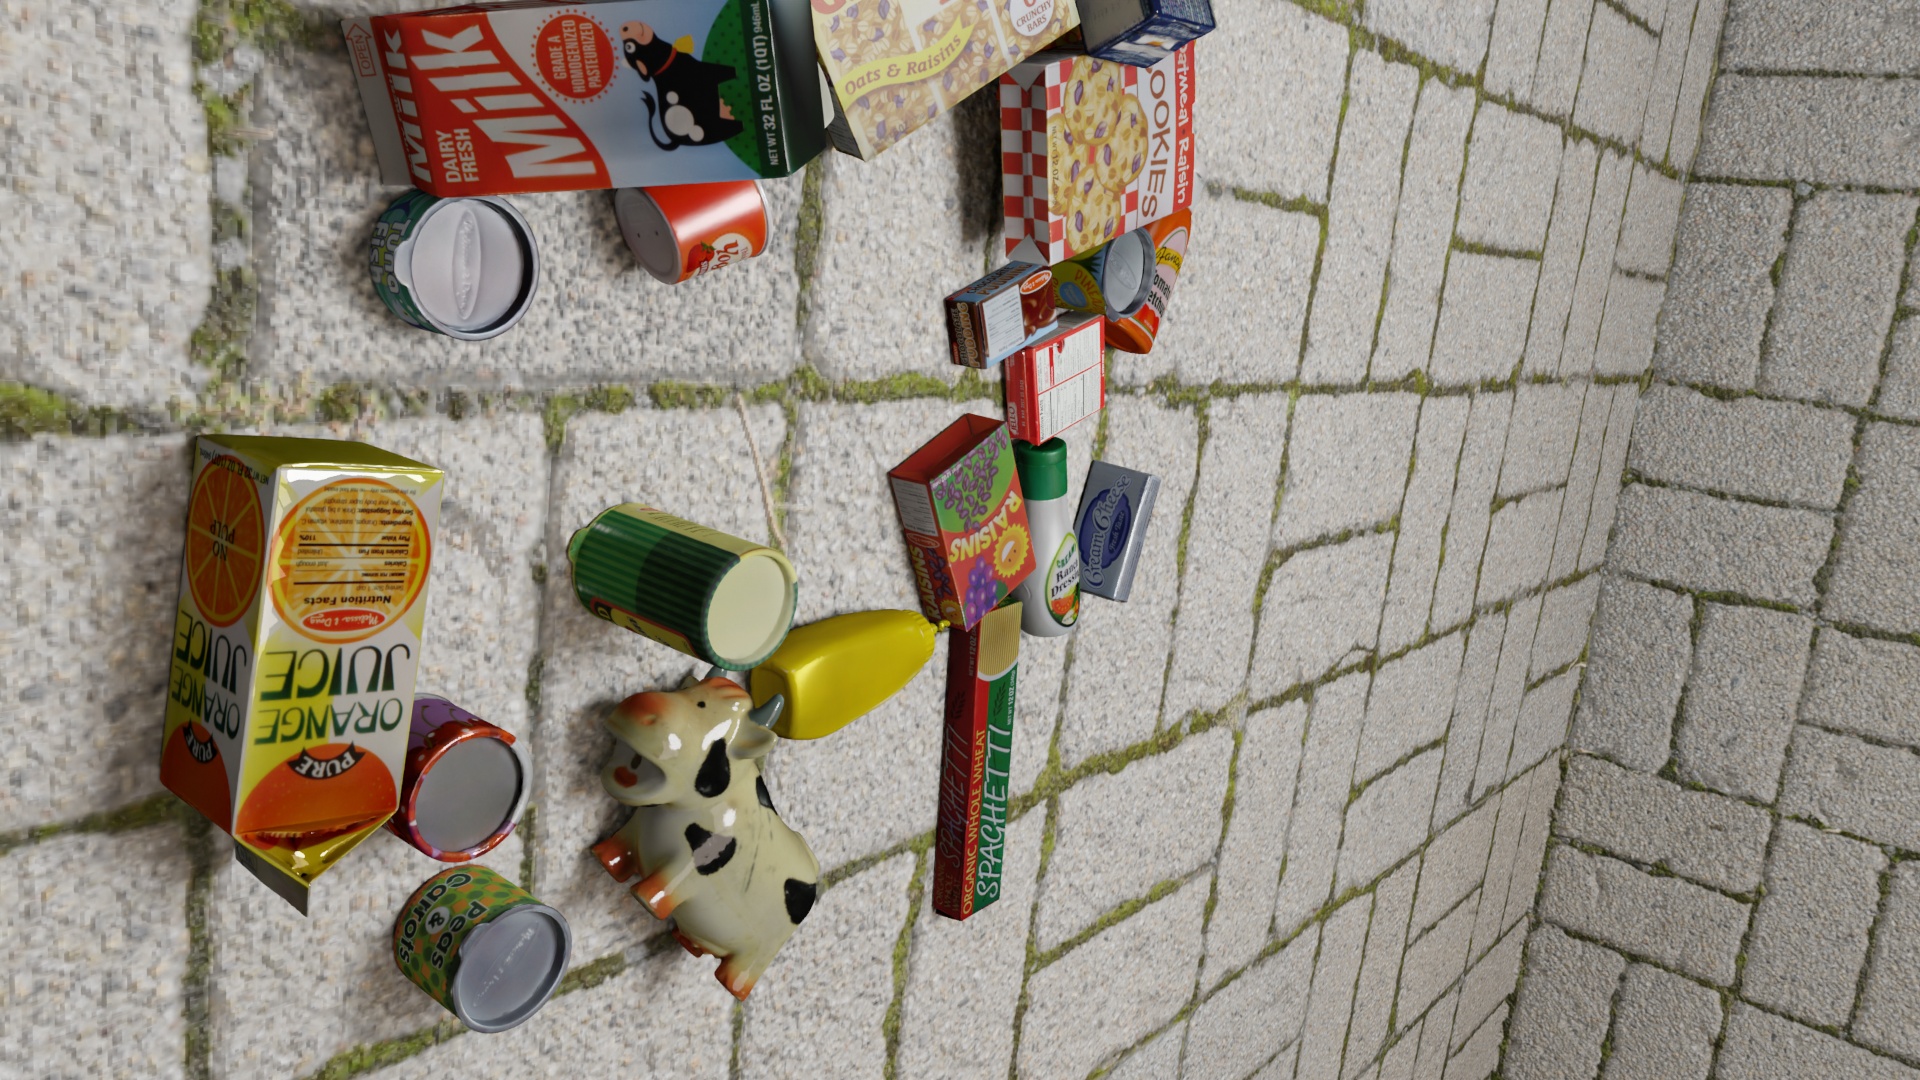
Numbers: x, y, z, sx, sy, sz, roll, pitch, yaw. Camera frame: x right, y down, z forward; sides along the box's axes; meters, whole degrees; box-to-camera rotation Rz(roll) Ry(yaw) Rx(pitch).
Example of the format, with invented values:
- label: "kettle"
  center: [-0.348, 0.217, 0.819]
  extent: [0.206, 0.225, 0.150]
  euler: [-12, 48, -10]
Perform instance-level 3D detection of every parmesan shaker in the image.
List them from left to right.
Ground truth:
- label: "parmesan shaker"
  center: [-0.144, 0.023, 0.718]
  extent: [0.071, 0.103, 0.071]
  euler: [-23, 120, -46]

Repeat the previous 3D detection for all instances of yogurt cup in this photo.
- label: "yogurt cup"
  center: [-0.136, -0.164, 0.696]
  extent: [0.054, 0.072, 0.072]
  euler: [-36, 129, -29]

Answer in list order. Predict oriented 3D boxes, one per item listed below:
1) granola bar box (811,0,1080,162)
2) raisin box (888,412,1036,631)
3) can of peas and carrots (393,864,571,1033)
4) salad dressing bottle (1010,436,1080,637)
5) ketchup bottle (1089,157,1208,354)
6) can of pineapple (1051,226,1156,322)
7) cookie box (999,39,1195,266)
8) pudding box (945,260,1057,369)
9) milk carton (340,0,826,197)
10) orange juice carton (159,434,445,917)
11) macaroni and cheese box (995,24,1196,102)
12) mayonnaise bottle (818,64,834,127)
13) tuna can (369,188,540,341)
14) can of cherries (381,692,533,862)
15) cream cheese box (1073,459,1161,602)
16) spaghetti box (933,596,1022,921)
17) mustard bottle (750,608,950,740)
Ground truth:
- label: "granola bar box"
  center: [-0.020, -0.309, 0.774]
  extent: [0.166, 0.039, 0.123]
  euler: [-38, 132, -17]
- label: "raisin box"
  center: [0.003, -0.012, 0.948]
  extent: [0.086, 0.040, 0.122]
  euler: [-42, 131, -37]
- label: "can of peas and carrots"
  center: [-0.241, 0.203, 0.697]
  extent: [0.071, 0.059, 0.070]
  euler: [-22, 119, -46]
- label: "salad dressing bottle"
  center: [0.062, -0.003, 1.021]
  extent: [0.064, 0.044, 0.147]
  euler: [-34, 128, -48]
- label: "ketchup bottle"
  center: [0.144, -0.219, 1.049]
  extent: [0.064, 0.043, 0.149]
  euler: [34, 75, -54]
- label: "can of pineapple"
  center: [0.096, -0.193, 0.984]
  extent: [0.071, 0.058, 0.070]
  euler: [-22, 119, -46]
- label: "cookie box"
  center: [0.094, -0.261, 0.904]
  extent: [0.168, 0.040, 0.122]
  euler: [-31, 128, -42]
- label: "pudding box"
  center: [0.029, -0.153, 0.936]
  extent: [0.084, 0.030, 0.049]
  euler: [-36, 128, -40]
- label: "milk carton"
  center: [-0.159, -0.187, 0.576]
  extent: [0.074, 0.190, 0.072]
  euler: [-75, 162, -64]
- label: "orange juice carton"
  center: [-0.279, 0.056, 0.584]
  extent: [0.073, 0.072, 0.192]
  euler: [1, 102, -52]
- label: "macaroni and cheese box"
  center: [0.097, -0.333, 0.949]
  extent: [0.166, 0.040, 0.123]
  euler: [7, 98, -53]
- label: "mayonnaise bottle"
  center: [-0.114, -0.269, 0.703]
  extent: [0.065, 0.041, 0.147]
  euler: [-46, 134, -30]
- label: "tuna can"
  center: [-0.227, -0.123, 0.618]
  extent: [0.071, 0.033, 0.070]
  euler: [-23, 120, -46]
- label: "can of cherries"
  center: [-0.248, 0.113, 0.655]
  extent: [0.072, 0.058, 0.071]
  euler: [-23, 120, -46]
- label: "cream cheese box"
  center: [0.117, -0.007, 1.082]
  extent: [0.024, 0.053, 0.103]
  euler: [15, 91, -55]
- label: "spaghetti box"
  center: [0.012, 0.163, 1.031]
  extent: [0.050, 0.029, 0.249]
  euler: [-14, 114, -48]
- label: "mustard bottle"
  center: [-0.062, 0.076, 0.888]
  extent: [0.161, 0.049, 0.065]
  euler: [-19, 118, -48]
